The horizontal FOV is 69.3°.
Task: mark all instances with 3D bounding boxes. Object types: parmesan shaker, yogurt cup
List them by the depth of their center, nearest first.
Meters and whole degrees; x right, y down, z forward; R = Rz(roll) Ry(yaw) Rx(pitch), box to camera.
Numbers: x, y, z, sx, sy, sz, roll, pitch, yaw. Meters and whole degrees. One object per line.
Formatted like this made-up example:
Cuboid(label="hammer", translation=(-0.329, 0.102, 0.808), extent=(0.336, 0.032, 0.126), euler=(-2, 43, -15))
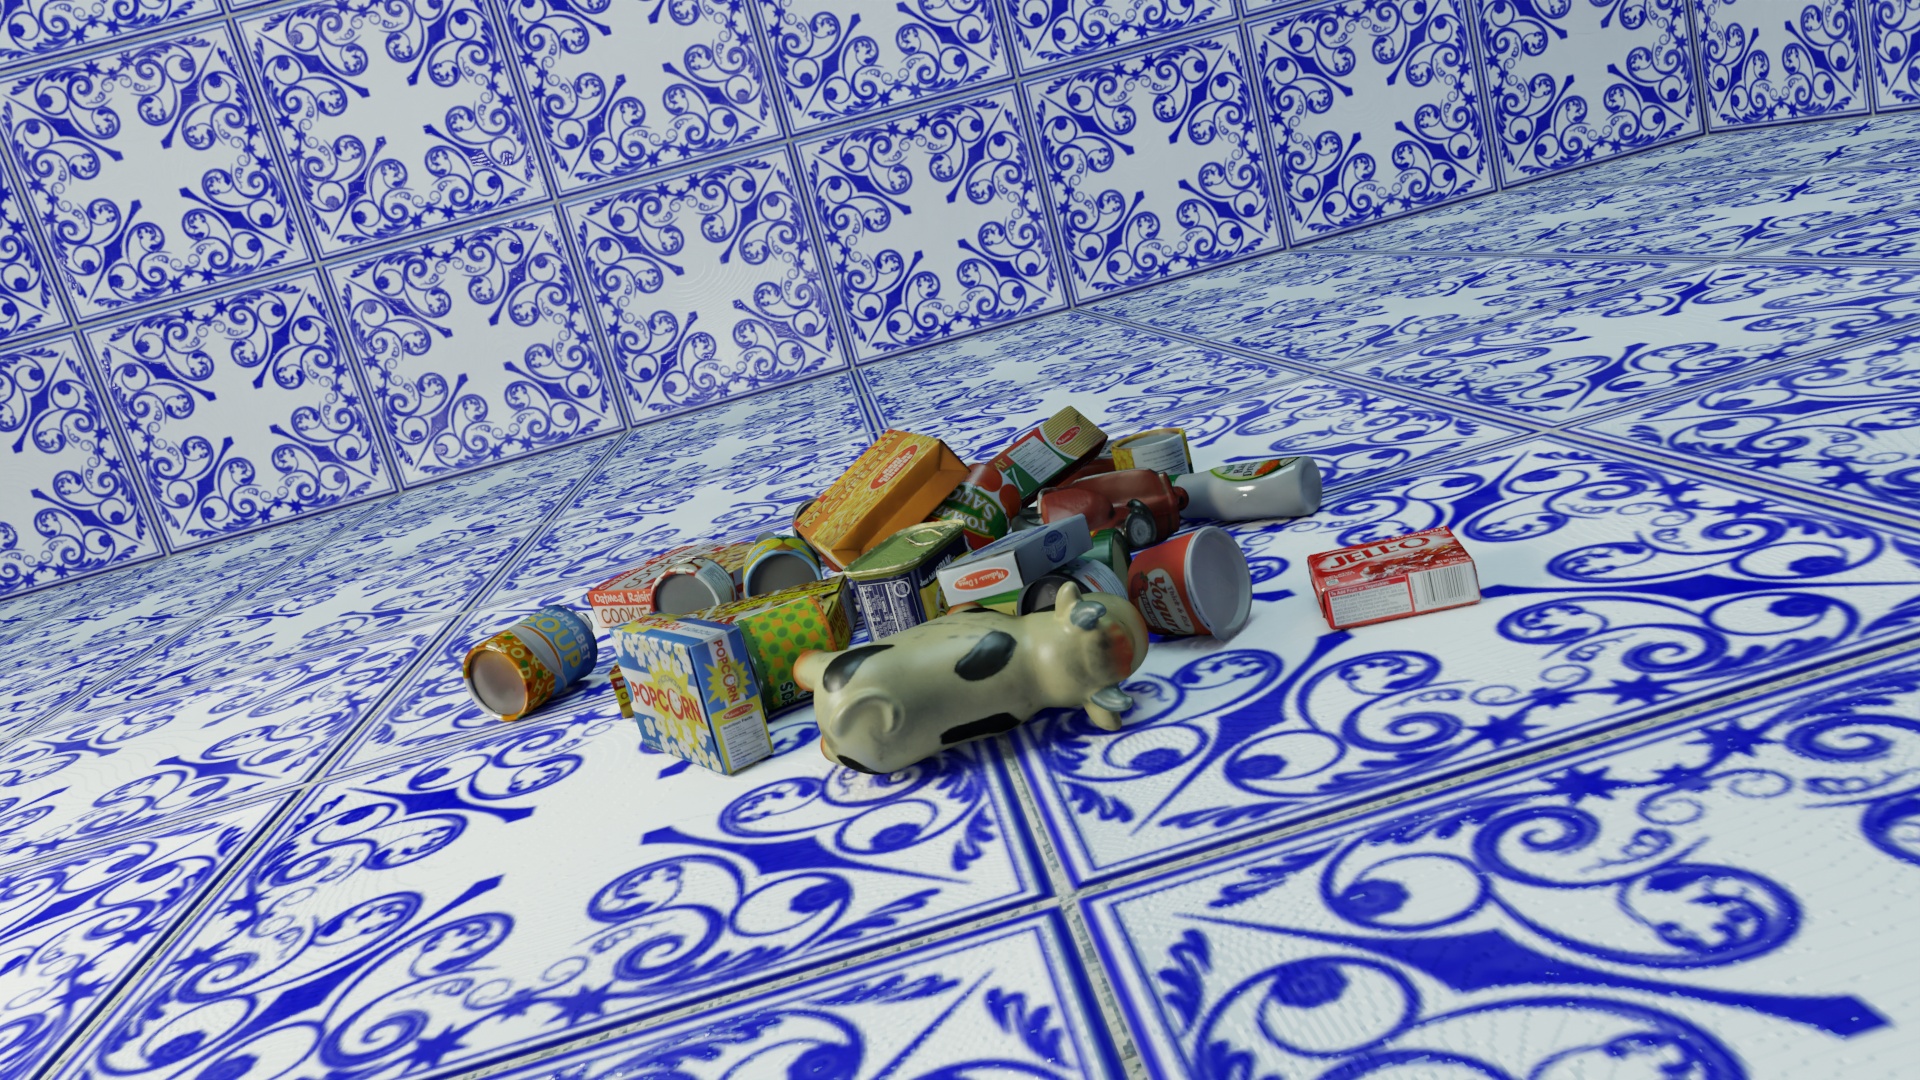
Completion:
Cuboid(label="yogurt cup", translation=(0.140, 0.029, 0.862), extent=(0.054, 0.072, 0.073), euler=(-14, 10, 43))
Cuboid(label="parmesan shaker", translation=(0.062, 0.032, 0.930), extent=(0.103, 0.071, 0.071), euler=(-10, 14, 19))

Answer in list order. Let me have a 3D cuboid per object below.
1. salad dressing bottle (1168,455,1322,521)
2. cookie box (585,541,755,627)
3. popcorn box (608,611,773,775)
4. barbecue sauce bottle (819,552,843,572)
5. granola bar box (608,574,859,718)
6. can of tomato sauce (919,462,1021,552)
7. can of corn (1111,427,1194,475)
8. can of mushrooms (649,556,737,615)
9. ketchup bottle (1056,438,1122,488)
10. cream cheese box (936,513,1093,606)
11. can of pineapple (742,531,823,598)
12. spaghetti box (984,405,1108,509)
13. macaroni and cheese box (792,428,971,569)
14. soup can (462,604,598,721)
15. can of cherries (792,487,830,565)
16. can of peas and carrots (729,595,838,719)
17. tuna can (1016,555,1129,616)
Cuboid(label="salad dressing bottle", translation=(0.208, -0.038, 1.095), extent=(0.147, 0.044, 0.064), euler=(-5, 16, 38))
Cuboid(label="cookie box", translation=(-0.244, 0.039, 1.283), extent=(0.167, 0.040, 0.123), euler=(-3, 18, 40))
Cuboid(label="popcorn box", translation=(-0.173, 0.094, 0.884), extent=(0.038, 0.085, 0.126), euler=(-22, 15, -33))
Cuboid(label="barbecue sauce bottle", translation=(-0.062, -0.018, 1.276), extent=(0.149, 0.064, 0.043), euler=(-30, 17, -32))
Cuboid(label="granola bar box", translation=(-0.167, 0.077, 1.048), extent=(0.165, 0.039, 0.124), euler=(-14, 14, 6))
Cuboid(label="can of tomato sauce", translation=(0.004, -0.014, 1.111), extent=(0.071, 0.071, 0.083), euler=(-5, 38, 36))
Cuboid(label="can of corn", translation=(0.168, -0.062, 1.206), extent=(0.071, 0.058, 0.071), euler=(-14, 13, 3))
Cuboid(label="can of mushrooms", translation=(-0.226, 0.050, 1.165), extent=(0.071, 0.071, 0.033), euler=(-11, 15, 17))
Cuboid(label="ketchup bottle", translation=(0.122, -0.070, 1.320), extent=(0.148, 0.043, 0.065), euler=(-5, 23, 38))
Cuboid(label="cream cheese box", translation=(0.034, 0.010, 0.820), extent=(0.053, 0.024, 0.104), euler=(-15, 5, 30))
Cuboid(label="can of pineapple", translation=(-0.148, 0.031, 1.148), extent=(0.071, 0.071, 0.058), euler=(-16, 13, -6))
Cuboid(label="spaghetti box", translation=(0.032, -0.042, 1.206), extent=(0.251, 0.050, 0.028), euler=(-36, -21, -35))
Cuboid(label="macaroni and cheese box", translation=(-0.069, -0.032, 1.140), extent=(0.124, 0.040, 0.166), euler=(-45, 17, -7))
Cuboid(label="soup can", translation=(-0.338, 0.095, 1.097), extent=(0.071, 0.071, 0.084), euler=(-8, 15, 28))
Cuboid(label="can of cherries", translation=(-0.118, -0.015, 1.317), extent=(0.071, 0.071, 0.058), euler=(-8, 15, 29))
Cuboid(label="can of peas and carrots", translation=(-0.117, 0.079, 0.936), extent=(0.059, 0.070, 0.071), euler=(-19, 14, -18))
Cuboid(label="tuna can", translation=(0.069, 0.046, 0.865), extent=(0.071, 0.071, 0.033), euler=(-5, 16, 38))
